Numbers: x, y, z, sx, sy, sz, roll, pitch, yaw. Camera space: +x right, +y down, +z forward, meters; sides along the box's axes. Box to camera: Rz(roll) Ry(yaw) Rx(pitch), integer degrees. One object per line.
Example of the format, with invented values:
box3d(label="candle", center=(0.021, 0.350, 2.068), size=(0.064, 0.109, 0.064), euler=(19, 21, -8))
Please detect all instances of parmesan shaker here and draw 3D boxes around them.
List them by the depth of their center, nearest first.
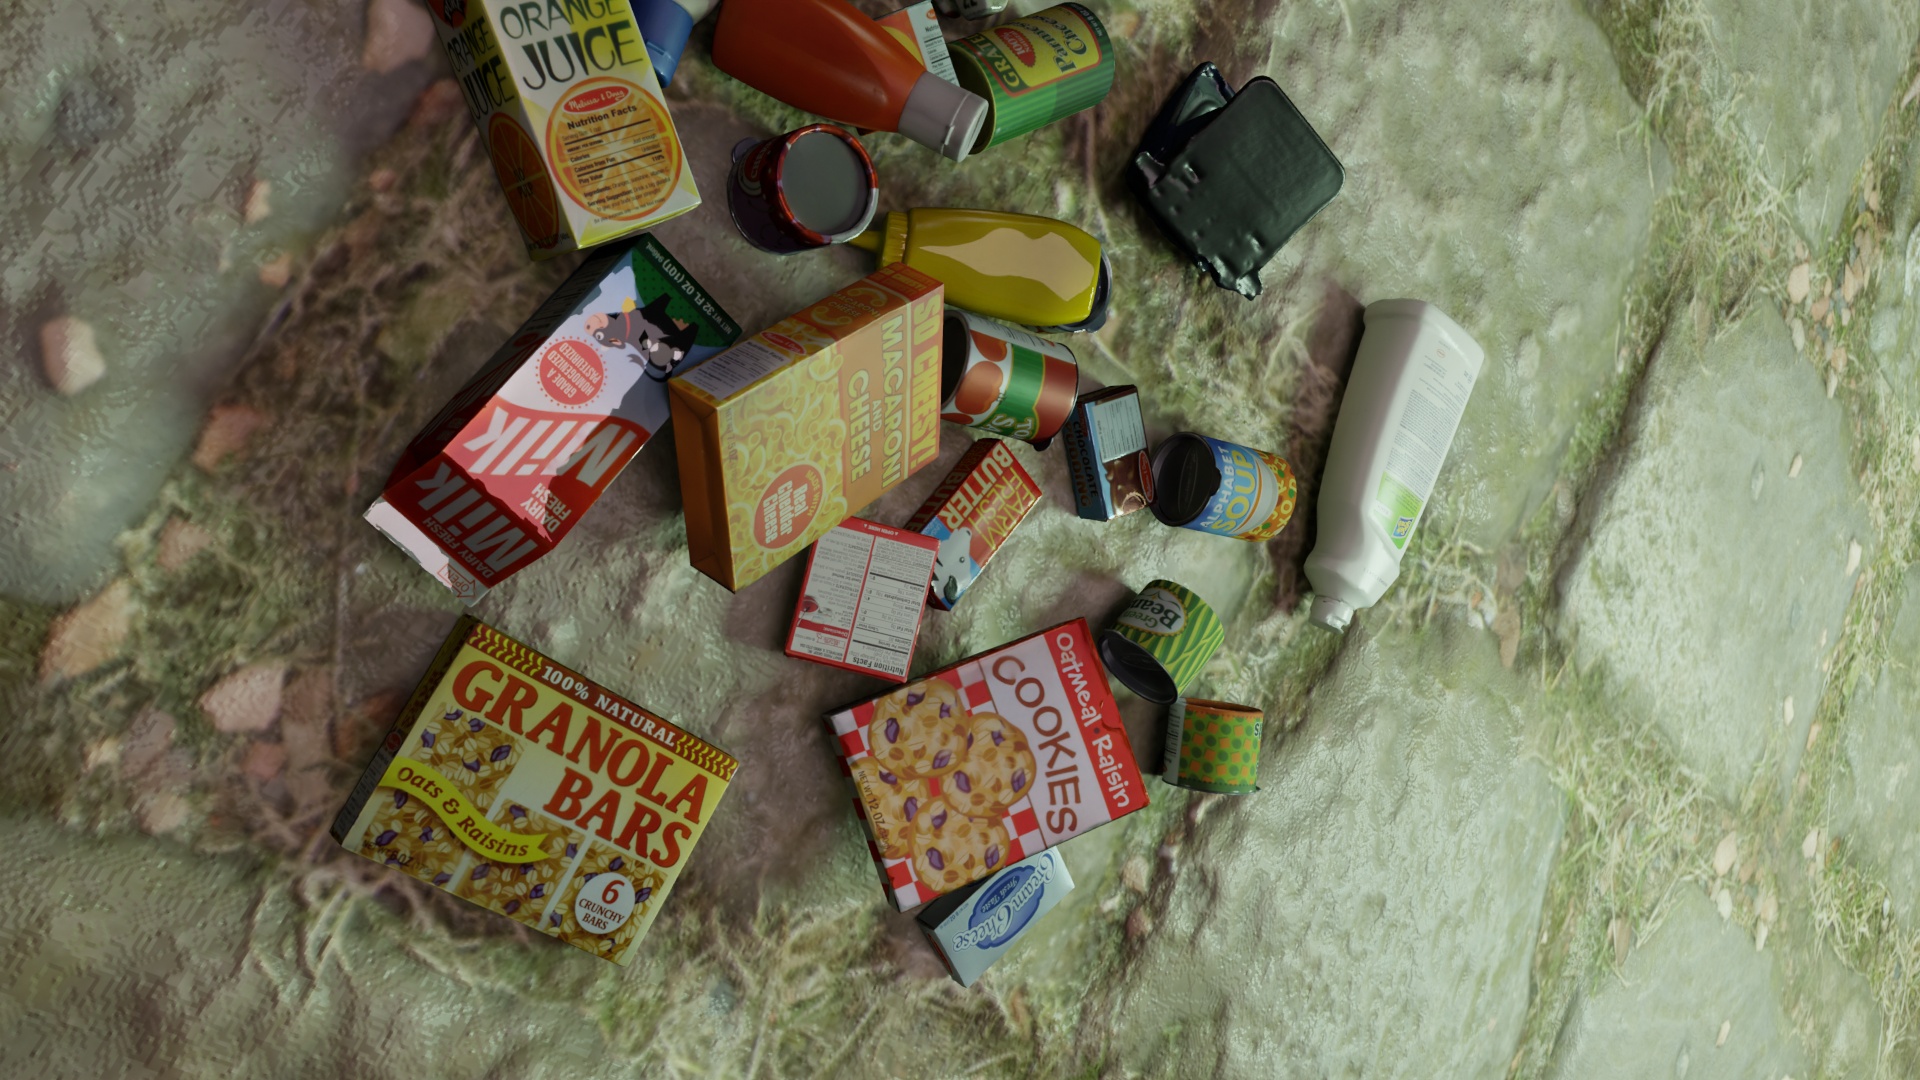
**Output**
box3d(label="parmesan shaker", center=(0.035, -0.287, 0.852), size=(0.103, 0.071, 0.071), euler=(-31, 110, -29))

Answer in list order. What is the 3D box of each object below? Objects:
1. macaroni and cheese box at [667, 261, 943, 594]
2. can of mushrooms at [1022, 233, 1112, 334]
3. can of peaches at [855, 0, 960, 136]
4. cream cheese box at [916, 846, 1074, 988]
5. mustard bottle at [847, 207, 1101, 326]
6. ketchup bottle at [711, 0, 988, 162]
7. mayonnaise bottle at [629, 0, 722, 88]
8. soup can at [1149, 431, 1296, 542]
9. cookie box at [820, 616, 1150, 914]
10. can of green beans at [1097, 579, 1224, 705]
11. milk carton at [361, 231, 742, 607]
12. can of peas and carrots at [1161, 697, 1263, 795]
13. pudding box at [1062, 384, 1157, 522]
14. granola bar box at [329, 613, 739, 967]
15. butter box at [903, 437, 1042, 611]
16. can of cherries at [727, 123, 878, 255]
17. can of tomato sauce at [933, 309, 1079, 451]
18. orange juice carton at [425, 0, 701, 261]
box3d(label="macaroni and cheese box", center=(-0.079, -0.065, 0.757), size=(0.167, 0.040, 0.123), euler=(-37, 144, -37))
box3d(label="can of mushrooms", center=(0.064, -0.165, 0.898), size=(0.071, 0.033, 0.071), euler=(-2, 94, -35))
box3d(label="can of peaches", center=(-0.040, -0.271, 0.802), size=(0.071, 0.071, 0.058), euler=(-32, 111, -29))
box3d(label="cream cheese box", center=(0.024, 0.235, 0.903), size=(0.104, 0.024, 0.053), euler=(-37, 114, -27))
box3d(label="mustard bottle", center=(0.001, -0.170, 0.831), size=(0.160, 0.049, 0.065), euler=(9, 96, -12))
box3d(label="ketchup bottle", center=(-0.059, -0.253, 0.750), size=(0.149, 0.064, 0.044), euler=(28, 38, 1))
box3d(label="mayonnaise bottle", center=(-0.147, -0.315, 0.739), size=(0.065, 0.041, 0.148), euler=(24, 81, -32))
box3d(label="soup can", center=(0.184, -0.036, 0.966), size=(0.084, 0.071, 0.071), euler=(10, 88, -35))
box3d(label="cookie box", center=(0.017, 0.132, 0.838), size=(0.168, 0.040, 0.123), euler=(-20, 89, -15))
box3d(label="can of green beans", center=(0.137, 0.069, 0.944), size=(0.058, 0.071, 0.071), euler=(-47, 117, -23))
box3d(label="milk carton", center=(-0.205, -0.061, 0.696), size=(0.072, 0.073, 0.191), euler=(48, 68, -27))
box3d(label="can of peas and carrots", center=(0.180, 0.144, 0.977), size=(0.071, 0.071, 0.058), euler=(6, 89, -35))
box3d(label="pudding box", center=(0.099, -0.058, 0.931), size=(0.050, 0.030, 0.083), euler=(-21, 105, -33))
box3d(label="granola bar box", center=(-0.216, 0.131, 0.722), size=(0.165, 0.039, 0.124), euler=(36, 74, -31))
box3d(label="butter box", center=(0.003, -0.011, 0.872), size=(0.104, 0.024, 0.053), euler=(-51, 119, -20))
box3d(label="can of cherries", center=(-0.090, -0.197, 0.775), size=(0.071, 0.058, 0.071), euler=(-3, 96, -35))
box3d(label="can of tomato sauce", center=(0.020, -0.098, 0.853), size=(0.083, 0.071, 0.071), euler=(12, 86, -34))
box3d(label="orange juice carton", center=(-0.205, -0.243, 0.685), size=(0.073, 0.072, 0.192), euler=(-28, 109, -30))
